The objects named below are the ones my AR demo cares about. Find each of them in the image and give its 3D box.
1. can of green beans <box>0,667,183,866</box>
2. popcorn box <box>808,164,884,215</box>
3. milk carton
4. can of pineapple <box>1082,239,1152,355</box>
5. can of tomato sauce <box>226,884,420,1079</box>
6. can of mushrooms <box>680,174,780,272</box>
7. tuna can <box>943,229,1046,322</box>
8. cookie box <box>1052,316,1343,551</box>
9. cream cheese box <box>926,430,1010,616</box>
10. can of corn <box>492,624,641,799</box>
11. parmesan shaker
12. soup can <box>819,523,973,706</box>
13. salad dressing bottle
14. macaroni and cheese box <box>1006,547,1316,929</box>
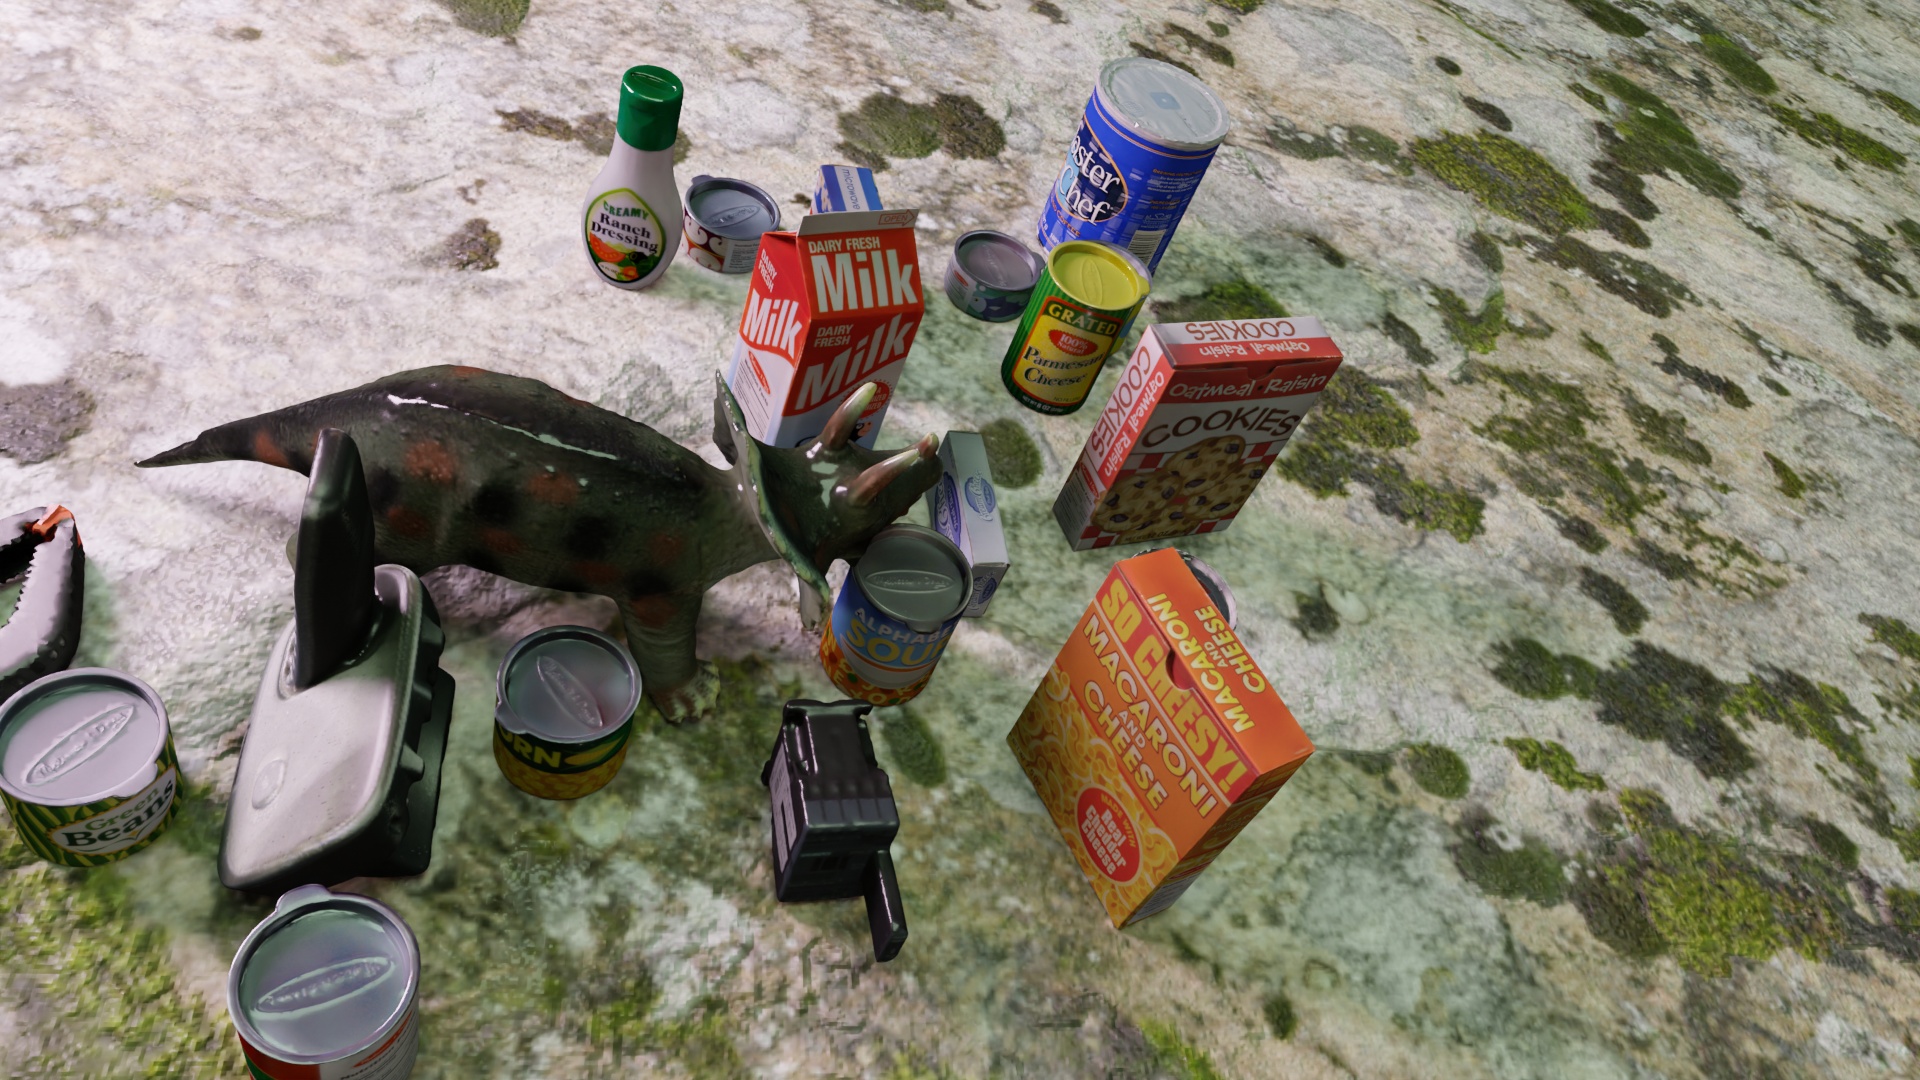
[{"bbox_3d":[-0.374,0.098,0.596,0.071,0.057,0.071,11,49,-13],"label":"can of green beans"},{"bbox_3d":[-0.074,-0.177,0.925,0.038,0.084,0.127,0,52,-22],"label":"popcorn box"},{"bbox_3d":[-0.079,-0.115,0.799,0.072,0.189,0.074,-12,57,-29],"label":"milk carton"},{"bbox_3d":[0.097,-0.174,1.007,0.071,0.057,0.071,11,49,-13],"label":"can of pineapple"},{"bbox_3d":[-0.251,0.186,0.551,0.071,0.082,0.071,11,49,-13],"label":"can of tomato sauce"},{"bbox_3d":[-0.162,-0.220,0.962,0.071,0.033,0.071,11,49,-13],"label":"can of mushrooms"},{"bbox_3d":[0.025,-0.193,1.011,0.071,0.032,0.071,11,49,-13],"label":"tuna can"},{"bbox_3d":[0.143,-0.064,0.857,0.123,0.166,0.040,-7,55,-26],"label":"cookie box"},{"bbox_3d":[0.003,-0.010,0.835,0.024,0.053,0.104,3,51,-19],"label":"cream cheese box"},{"bbox_3d":[-0.194,0.086,0.675,0.071,0.058,0.071,11,49,-13],"label":"can of corn"},{"bbox_3d":[0.076,-0.141,0.940,0.071,0.102,0.072,11,49,-13],"label":"parmesan shaker"},{"bbox_3d":[-0.036,0.044,0.754,0.071,0.083,0.072,11,49,-13],"label":"soup can"},{"bbox_3d":[-0.203,-0.227,0.874,0.064,0.146,0.044,19,48,-5],"label":"salad dressing bottle"},{"bbox_3d":[0.092,0.103,0.698,0.040,0.165,0.124,-14,58,-30],"label":"macaroni and cheese box"}]
